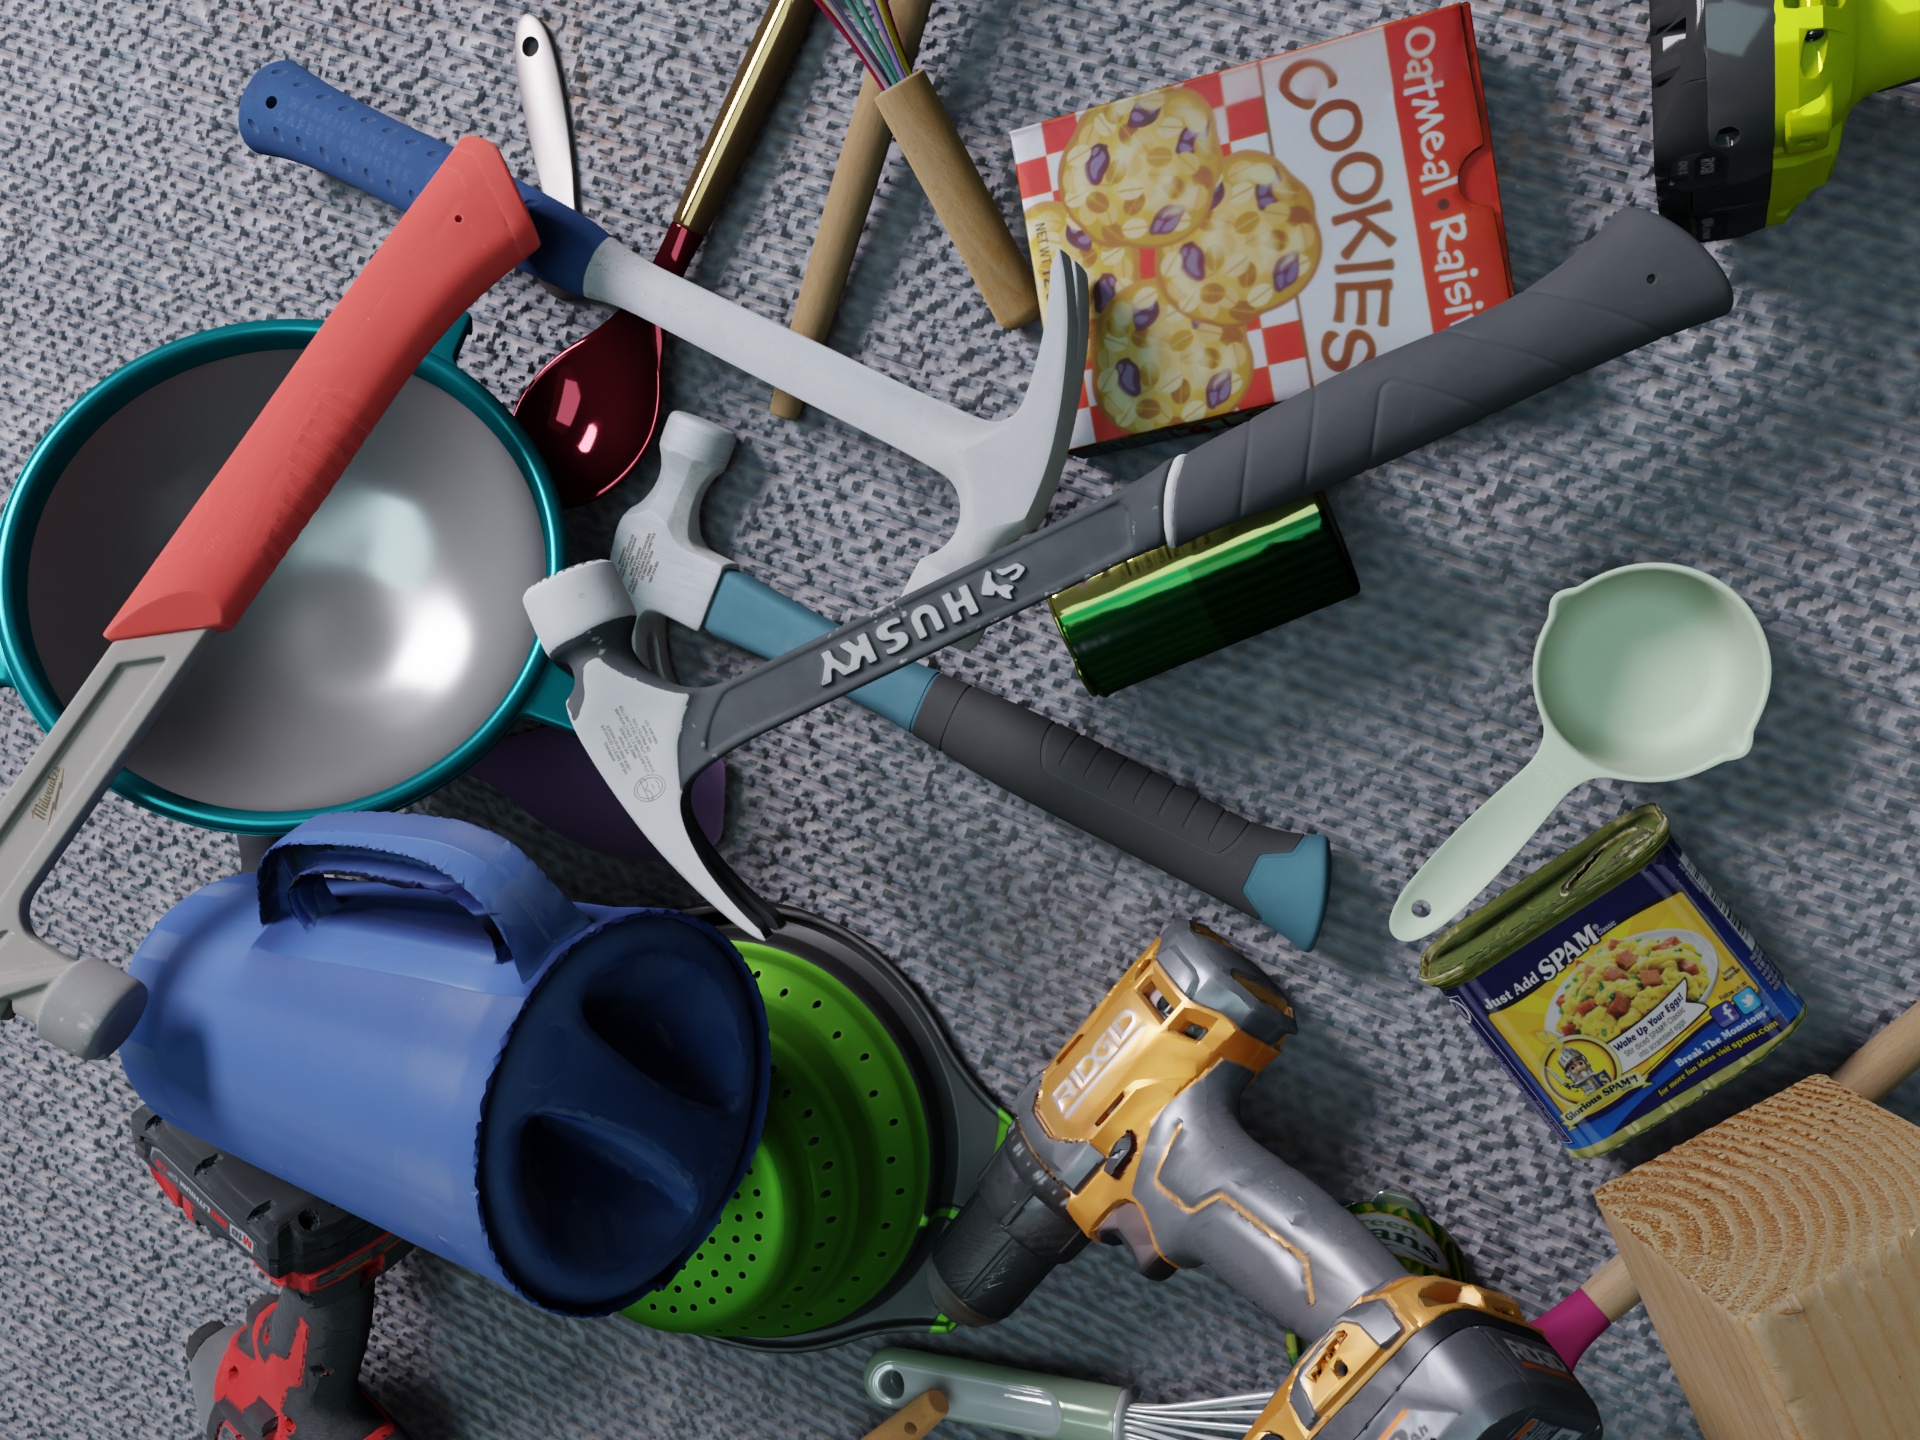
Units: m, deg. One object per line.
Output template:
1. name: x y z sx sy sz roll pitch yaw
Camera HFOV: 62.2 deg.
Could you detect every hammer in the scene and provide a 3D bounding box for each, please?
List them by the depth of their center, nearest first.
1. hammer: 0.057 -0.061 0.539 0.409 0.036 0.149 -24 90 9
2. hammer: -0.275 -0.068 0.580 0.149 0.036 0.359 30 79 -1
3. hammer: -0.132 -0.182 0.635 0.406 0.035 0.144 29 100 18
4. hammer: -0.001 -0.002 0.643 0.331 0.033 0.128 27 102 13

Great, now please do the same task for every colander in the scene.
1. colander: -0.178 0.157 0.681 0.397 0.094 0.204 19 101 15

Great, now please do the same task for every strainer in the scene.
1. strainer: -0.325 -0.030 0.640 0.340 0.095 0.211 -19 80 -13

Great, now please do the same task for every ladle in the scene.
1. ladle: -0.019 -0.272 0.625 0.078 0.062 0.320 22 108 7
2. ladle: -0.103 -0.228 0.657 0.069 0.031 0.315 33 102 20

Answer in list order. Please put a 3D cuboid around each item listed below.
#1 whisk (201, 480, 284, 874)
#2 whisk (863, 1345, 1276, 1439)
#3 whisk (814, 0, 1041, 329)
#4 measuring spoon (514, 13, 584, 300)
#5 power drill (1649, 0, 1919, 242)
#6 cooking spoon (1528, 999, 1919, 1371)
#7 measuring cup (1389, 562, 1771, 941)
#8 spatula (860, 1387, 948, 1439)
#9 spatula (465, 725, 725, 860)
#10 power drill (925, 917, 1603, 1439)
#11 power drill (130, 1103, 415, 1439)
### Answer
1. whisk: -0.322 -0.012 0.714 0.070 0.070 0.285 -11 86 18
2. whisk: 0.073 0.285 0.642 0.246 0.059 0.058 1 86 22
3. whisk: -0.031 -0.255 0.581 0.047 0.051 0.244 -29 111 7
4. measuring spoon: -0.178 -0.243 0.682 0.034 0.018 0.124 -9 92 18
5. power drill: 0.323 -0.201 0.461 0.223 0.171 0.080 -1 89 25
6. cooking spoon: 0.241 0.187 0.554 0.319 0.017 0.069 -41 92 2
7. measuring cup: 0.215 0.016 0.576 0.083 0.038 0.167 42 107 9
8. spatula: -0.113 0.389 0.703 0.081 0.041 0.322 46 113 9
9. spatula: -0.253 0.015 0.731 0.316 0.018 0.059 10 105 15
10. power drill: 0.083 0.203 0.560 0.185 0.084 0.226 -51 39 11
11. power drill: -0.306 0.262 0.719 0.143 0.078 0.219 25 120 28
